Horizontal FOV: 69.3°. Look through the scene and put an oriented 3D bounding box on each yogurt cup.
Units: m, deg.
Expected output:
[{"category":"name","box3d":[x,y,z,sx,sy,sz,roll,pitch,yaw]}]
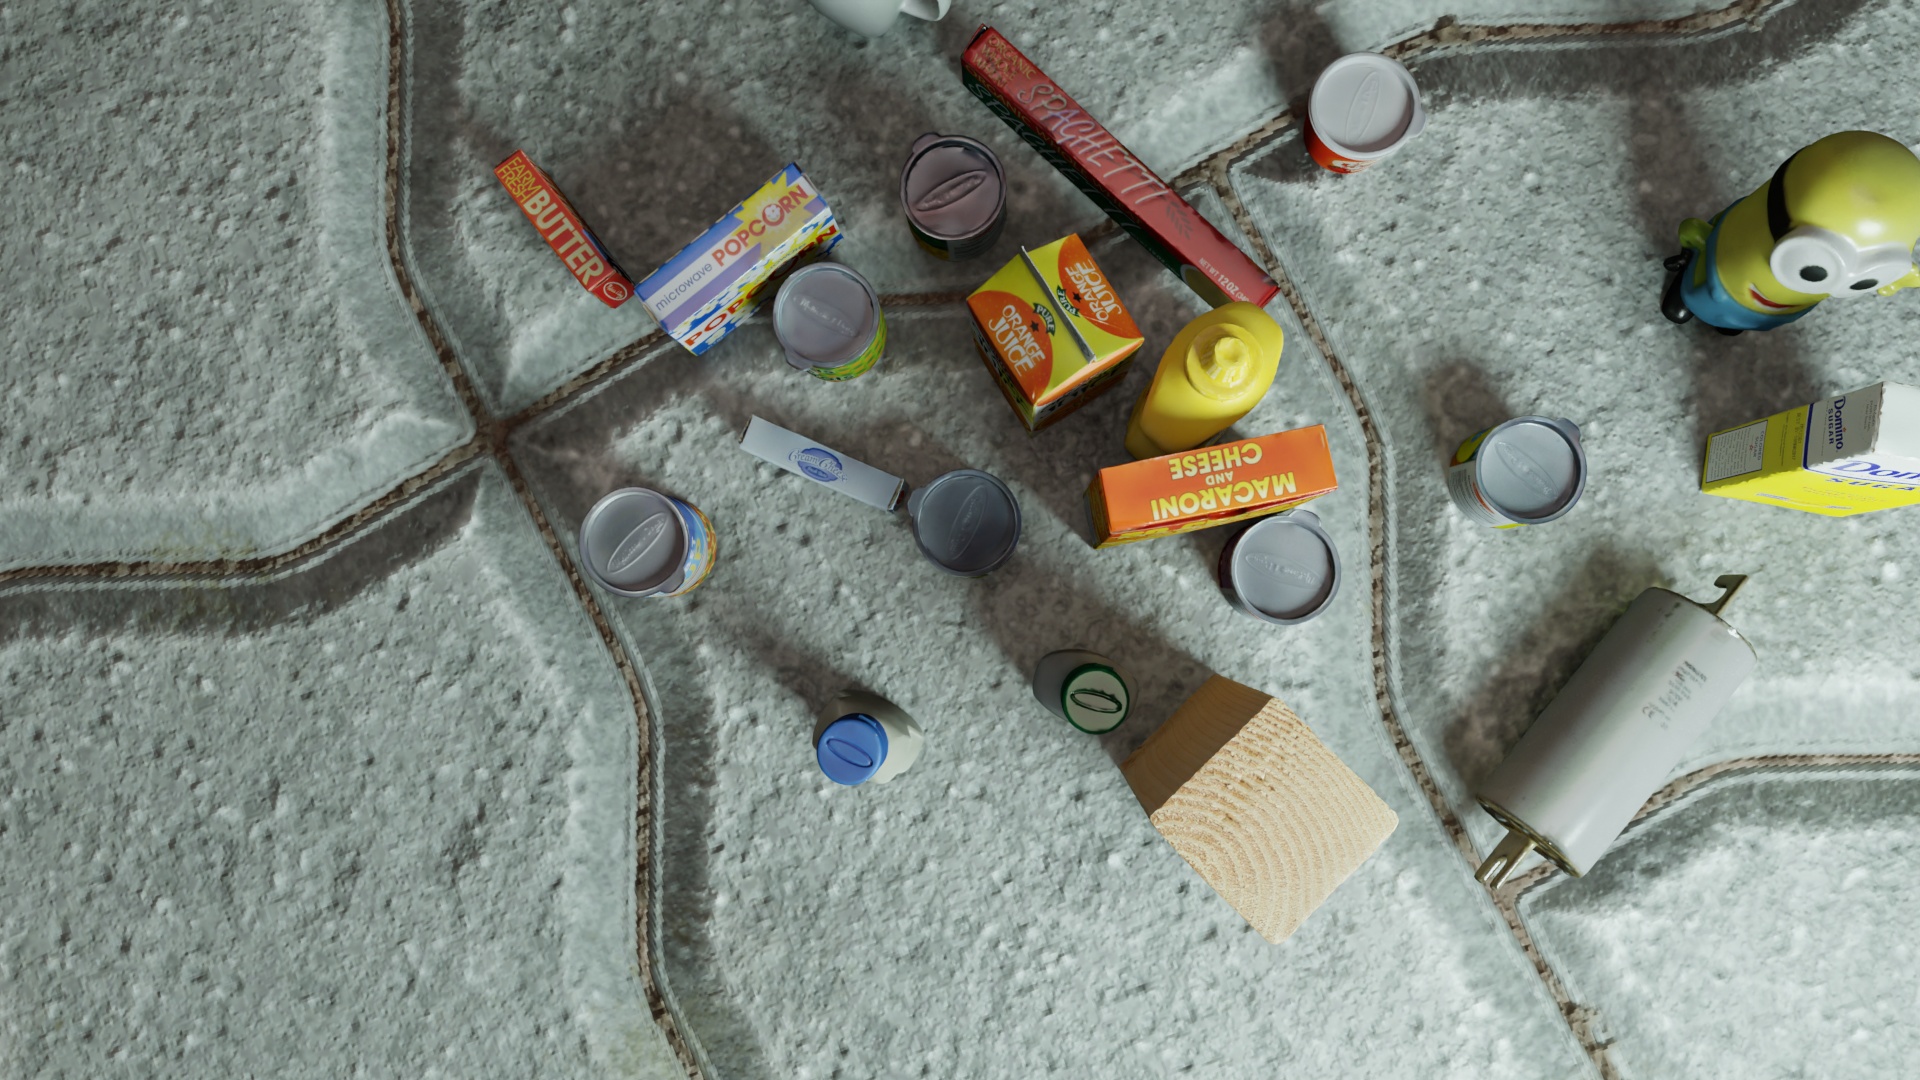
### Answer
[{"category":"yogurt cup","box3d":[0.249,-0.266,0.876,0.072,0.054,0.072,0,87,2]}]

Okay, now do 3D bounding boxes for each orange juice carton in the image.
[{"category":"orange juice carton","box3d":[0.053,-0.118,0.805,0.073,0.192,0.072,-32,87,1]}]

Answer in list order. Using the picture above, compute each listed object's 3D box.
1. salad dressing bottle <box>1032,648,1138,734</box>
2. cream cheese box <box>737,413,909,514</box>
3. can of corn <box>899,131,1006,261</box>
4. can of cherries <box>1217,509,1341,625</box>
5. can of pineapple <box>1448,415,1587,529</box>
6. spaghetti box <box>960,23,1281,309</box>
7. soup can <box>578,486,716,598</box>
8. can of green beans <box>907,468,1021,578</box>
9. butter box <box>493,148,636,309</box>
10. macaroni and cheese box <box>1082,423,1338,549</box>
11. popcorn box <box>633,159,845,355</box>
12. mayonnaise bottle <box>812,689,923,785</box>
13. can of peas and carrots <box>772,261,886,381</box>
[{"category":"salad dressing bottle","box3d":[0.075,0.089,0.815,0.064,0.147,0.044,15,88,3]},{"category":"cream cheese box","box3d":[-0.085,-0.047,0.875,0.104,0.053,0.024,23,88,3]},{"category":"can of corn","box3d":[-0.005,-0.218,0.880,0.071,0.058,0.071,0,87,2]},{"category":"can of cherries","box3d":[0.197,0.017,0.859,0.071,0.058,0.071,0,87,2]},{"category":"can of pineapple","box3d":[0.344,-0.042,0.857,0.071,0.058,0.071,0,87,2]},{"category":"spaghetti box","box3d":[0.098,-0.229,0.881,0.250,0.050,0.028,43,89,4]},{"category":"soup can","box3d":[-0.190,0.005,0.861,0.071,0.084,0.071,0,87,2]},{"category":"can of green beans","box3d":[0.005,-0.010,0.868,0.071,0.058,0.071,0,87,2]},{"category":"butter box","box3d":[-0.252,-0.198,0.891,0.024,0.053,0.103,-39,86,0]},{"category":"macaroni and cheese box","box3d":[0.139,-0.027,0.809,0.124,0.166,0.040,-11,87,2]},{"category":"popcorn box","box3d":[-0.136,-0.173,0.869,0.127,0.085,0.038,-39,86,0]},{"category":"mayonnaise bottle","box3d":[-0.057,0.117,0.817,0.065,0.148,0.041,28,89,3]},{"category":"can of peas and carrots","box3d":[-0.082,-0.135,0.878,0.071,0.058,0.071,0,87,2]}]
